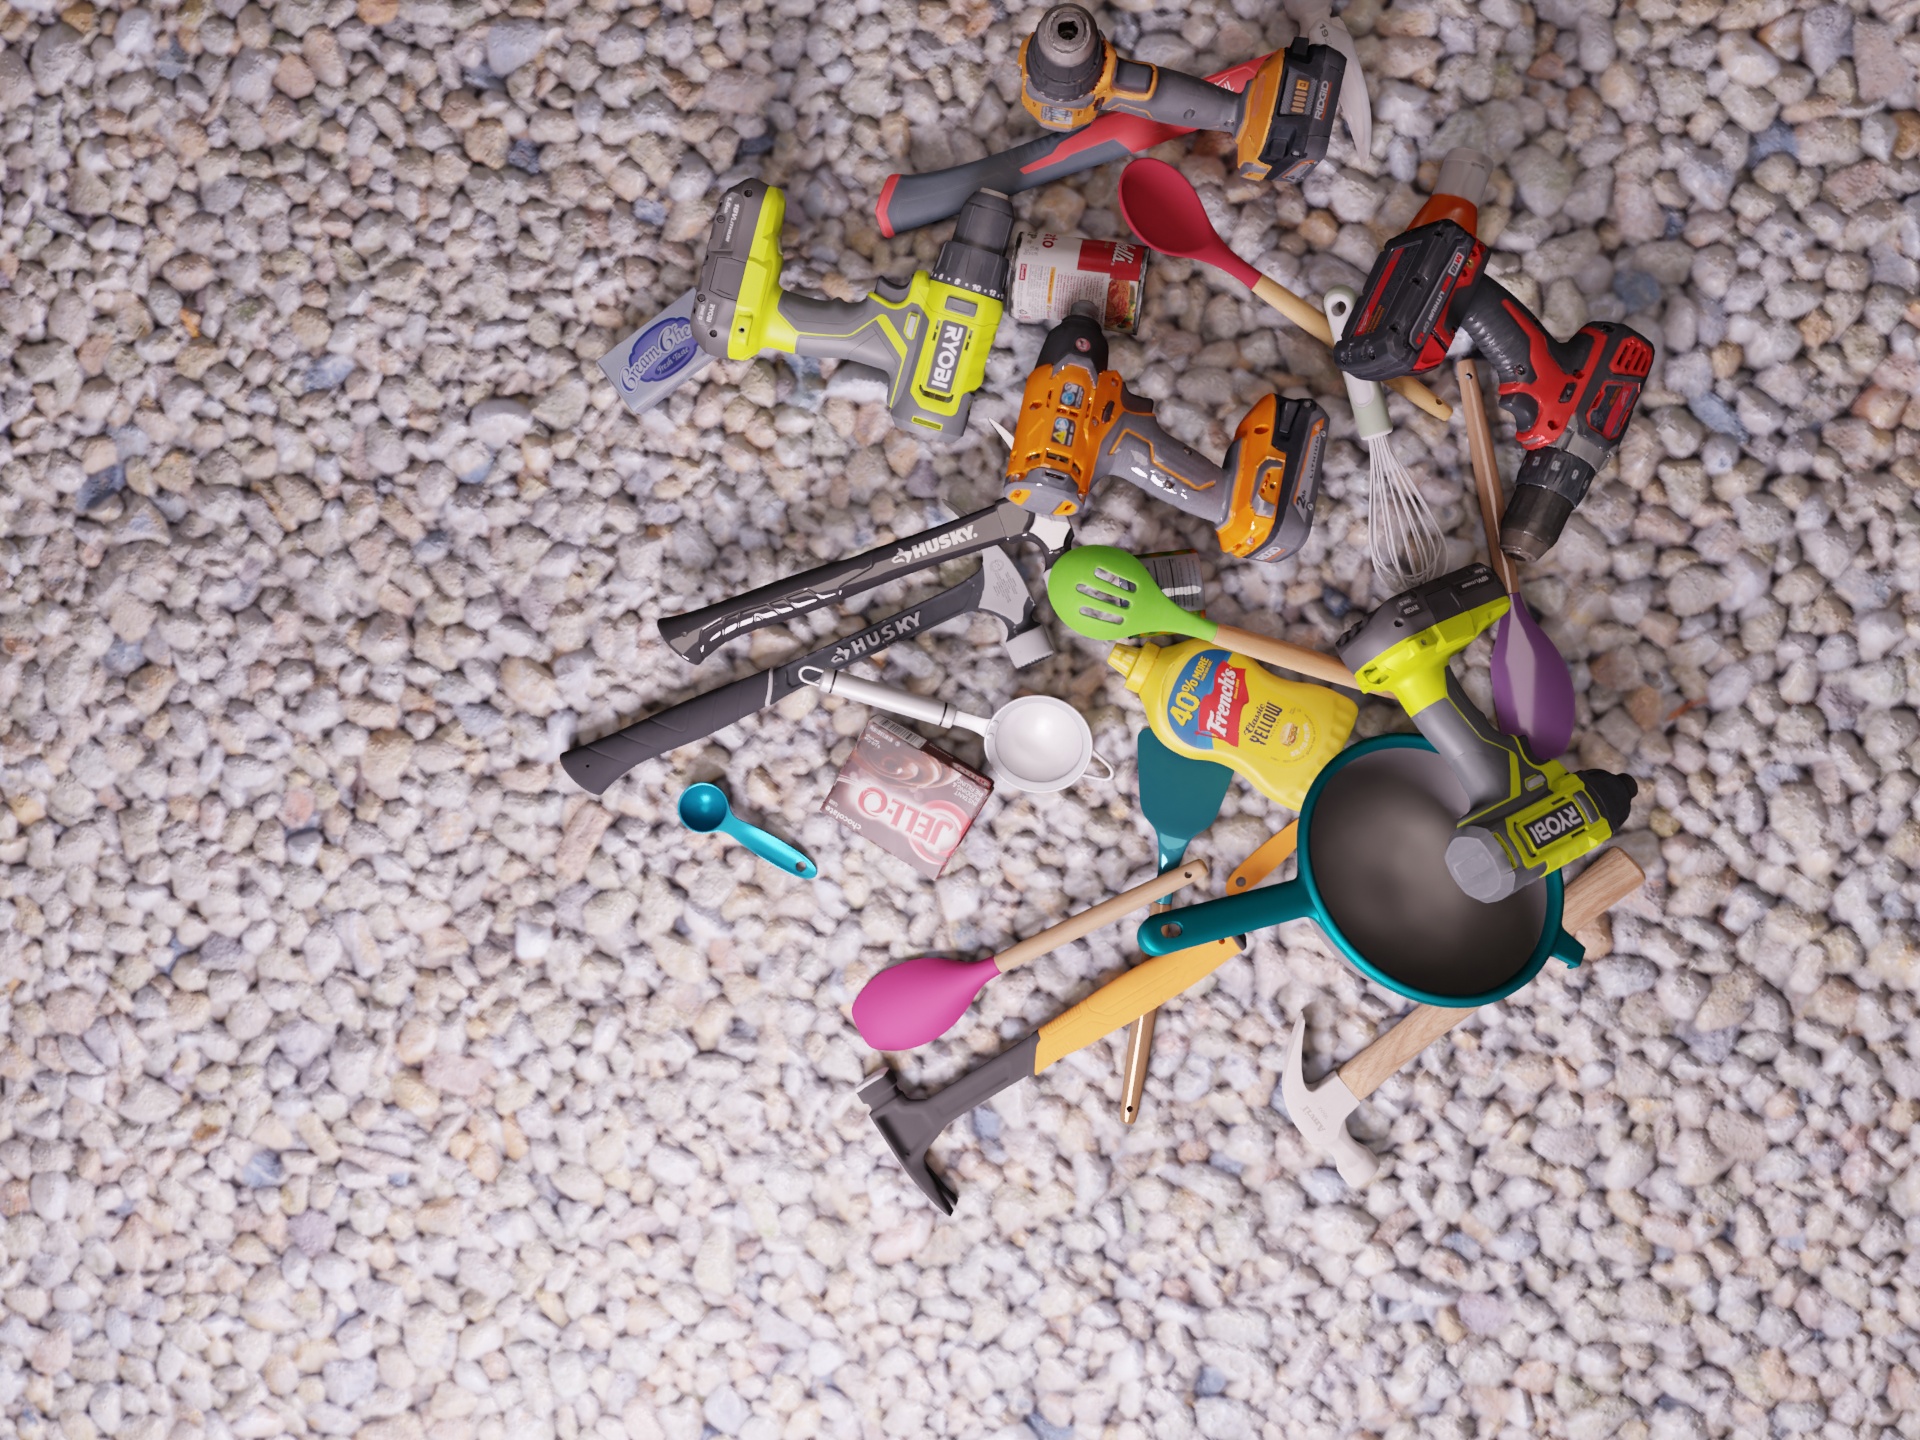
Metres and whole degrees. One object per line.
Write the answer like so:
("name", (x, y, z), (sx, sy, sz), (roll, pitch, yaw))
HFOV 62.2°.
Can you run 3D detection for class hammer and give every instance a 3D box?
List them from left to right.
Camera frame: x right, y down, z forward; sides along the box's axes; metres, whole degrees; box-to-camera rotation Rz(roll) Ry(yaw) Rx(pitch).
("hammer", (-0.138, -0.040, 1.286), (0.409, 0.036, 0.149), (-24, 88, 7))
("hammer", (-0.080, -0.121, 1.244), (0.335, 0.035, 0.146), (-19, 89, 8))
("hammer", (0.083, 0.258, 1.255), (0.337, 0.034, 0.127), (-35, 88, 13))
("hammer", (0.122, -0.442, 1.243), (0.386, 0.038, 0.143), (-18, 92, 6))
("hammer", (0.390, 0.213, 1.241), (0.331, 0.031, 0.130), (-41, 88, 6))

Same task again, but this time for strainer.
("strainer", (-0.002, -0.004, 1.249), (0.258, 0.050, 0.086), (16, 117, -8))
("strainer", (0.276, 0.134, 1.178), (0.340, 0.095, 0.211), (-11, 69, -17))

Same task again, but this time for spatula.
("spatula", (0.159, 0.167, 1.270), (0.082, 0.044, 0.317), (9, 98, 5))
("spatula", (0.423, -0.124, 1.232), (0.060, 0.018, 0.316), (-12, 92, 9))

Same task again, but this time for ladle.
("ladle", (0.250, -0.324, 1.221), (0.315, 0.031, 0.069), (34, 72, -5))

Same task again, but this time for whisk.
("whisk", (0.318, -0.210, 1.209), (0.058, 0.059, 0.246), (-12, 100, 35))

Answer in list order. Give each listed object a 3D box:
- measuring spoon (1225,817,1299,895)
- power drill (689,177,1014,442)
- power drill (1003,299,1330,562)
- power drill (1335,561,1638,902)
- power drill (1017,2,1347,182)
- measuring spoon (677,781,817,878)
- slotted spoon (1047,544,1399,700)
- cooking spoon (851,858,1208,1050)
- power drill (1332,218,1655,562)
("measuring spoon", (0.255, 0.099, 1.261), (0.117, 0.011, 0.021), (-42, 87, 6))
("power drill", (-0.078, -0.336, 1.229), (0.228, 0.080, 0.190), (16, 103, -3))
("power drill", (0.156, -0.217, 1.197), (0.226, 0.084, 0.164), (14, 79, -9))
("power drill", (0.392, 0.004, 1.173), (0.171, 0.080, 0.223), (-21, 76, -27))
("power drill", (0.152, -0.452, 1.130), (0.226, 0.185, 0.084), (11, 99, 1))
("measuring spoon", (-0.173, 0.093, 1.307), (0.128, 0.021, 0.042), (32, 94, -5))
("slotted spoon", (0.216, -0.061, 1.201), (0.313, 0.031, 0.070), (17, 104, -10))
("cooking spoon", (0.052, 0.183, 1.265), (0.319, 0.017, 0.069), (-28, 89, 15))
("power drill", (0.390, -0.241, 1.172), (0.226, 0.080, 0.188), (26, 88, -18))
